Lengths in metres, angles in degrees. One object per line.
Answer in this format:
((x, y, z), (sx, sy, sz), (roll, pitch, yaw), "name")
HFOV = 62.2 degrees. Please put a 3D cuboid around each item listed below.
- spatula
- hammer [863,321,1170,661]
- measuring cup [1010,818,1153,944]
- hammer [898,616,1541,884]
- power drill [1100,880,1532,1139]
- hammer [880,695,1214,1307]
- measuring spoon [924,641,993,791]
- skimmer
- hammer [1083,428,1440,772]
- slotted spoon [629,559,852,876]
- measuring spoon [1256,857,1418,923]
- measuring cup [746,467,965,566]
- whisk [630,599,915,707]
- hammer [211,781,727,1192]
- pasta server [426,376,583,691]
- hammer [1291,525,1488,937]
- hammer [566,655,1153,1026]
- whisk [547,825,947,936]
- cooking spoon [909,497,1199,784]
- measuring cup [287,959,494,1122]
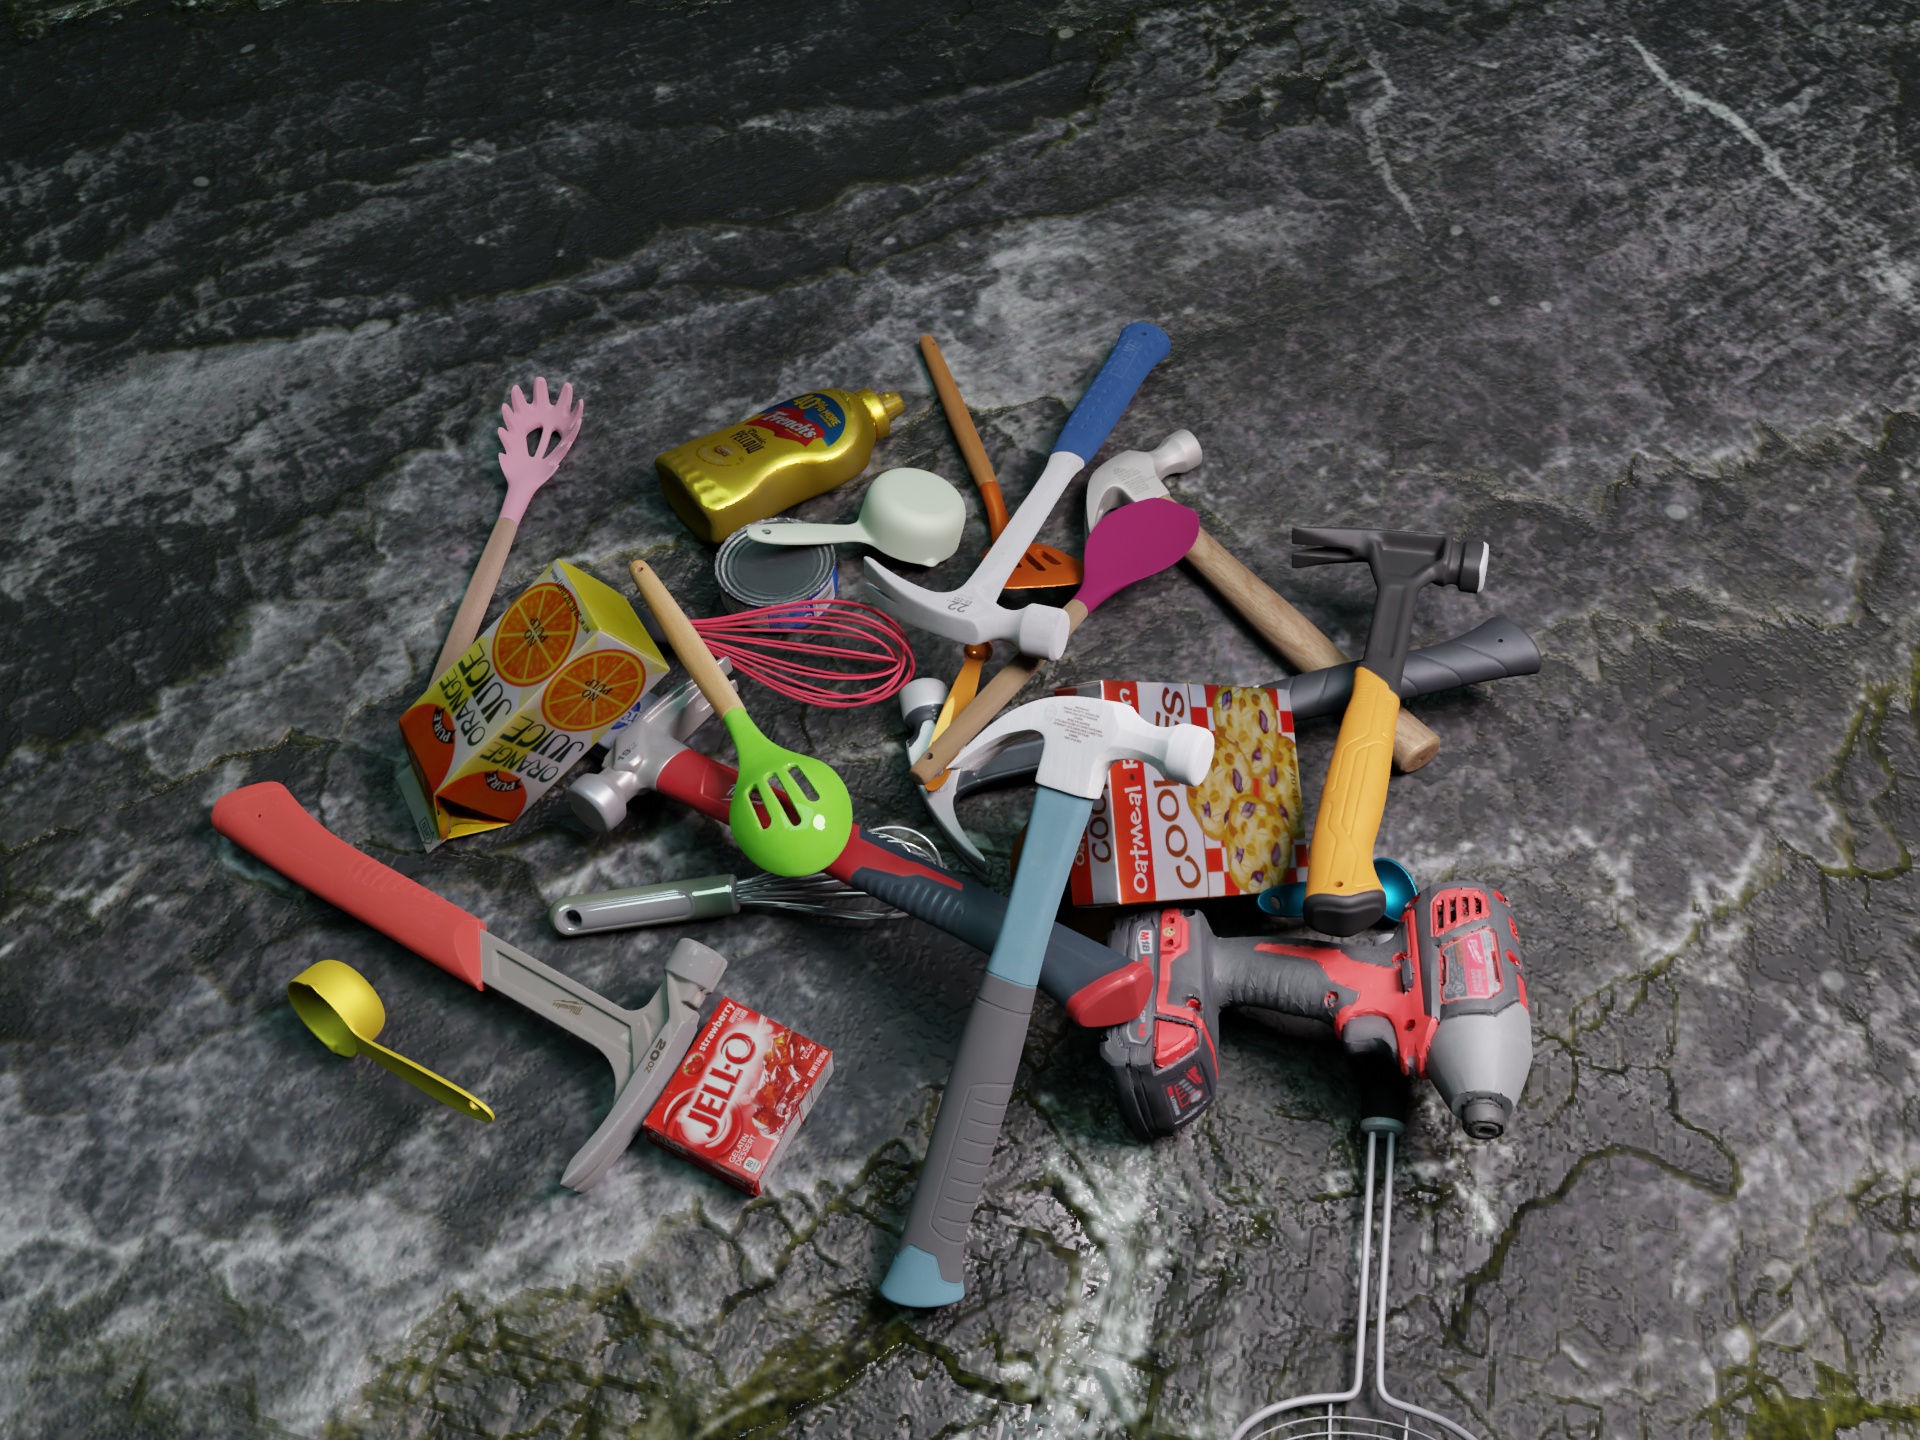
((0.017, -0.199, 1.204), (0.081, 0.041, 0.323), (-6, 50, -18), "spatula")
((0.068, -0.183, 1.147), (0.144, 0.035, 0.406), (14, 43, 17), "hammer")
((0.110, 0.084, 0.971), (0.173, 0.095, 0.052), (-3, 30, -28), "measuring cup")
((0.169, -0.001, 1.023), (0.409, 0.036, 0.149), (-12, 55, 0), "hammer")
((0.192, 0.162, 0.857), (0.219, 0.078, 0.143), (-6, 44, 16), "power drill")
((0.023, 0.146, 0.817), (0.128, 0.033, 0.331), (18, 93, 26), "hammer")
((-0.002, -0.003, 1.025), (0.021, 0.011, 0.117), (9, 62, 18), "measuring spoon")
((0.213, 0.252, 0.816), (0.127, 0.090, 0.364), (0, 50, 19), "skimmer")
((0.205, -0.082, 1.114), (0.130, 0.031, 0.332), (-28, 57, -19), "hammer")
((-0.152, -0.016, 0.990), (0.070, 0.031, 0.314), (-30, 46, -9), "slotted spoon")
((0.221, 0.107, 0.947), (0.128, 0.021, 0.042), (-1, 64, -31), "measuring spoon")
((-0.072, -0.148, 1.134), (0.167, 0.038, 0.083), (-7, 48, -30), "measuring cup")
((-0.172, -0.058, 1.090), (0.296, 0.073, 0.073), (9, 53, 15), "whisk")
((-0.318, 0.133, 0.949), (0.359, 0.036, 0.149), (23, 71, 22), "hammer")
((-0.340, -0.129, 1.161), (0.060, 0.040, 0.316), (12, 54, -3), "pasta server")
((0.238, -0.007, 0.952), (0.127, 0.034, 0.337), (7, 44, 17), "hammer")
((-0.051, 0.070, 0.934), (0.386, 0.038, 0.143), (22, 52, 30), "hammer")
((-0.130, 0.105, 0.970), (0.246, 0.058, 0.059), (-8, 10, 1), "whisk")
((0.064, -0.060, 1.055), (0.069, 0.017, 0.319), (26, 52, 24), "cooking spoon")
((-0.317, 0.183, 0.904), (0.156, 0.062, 0.029), (23, 45, 20), "measuring cup")
